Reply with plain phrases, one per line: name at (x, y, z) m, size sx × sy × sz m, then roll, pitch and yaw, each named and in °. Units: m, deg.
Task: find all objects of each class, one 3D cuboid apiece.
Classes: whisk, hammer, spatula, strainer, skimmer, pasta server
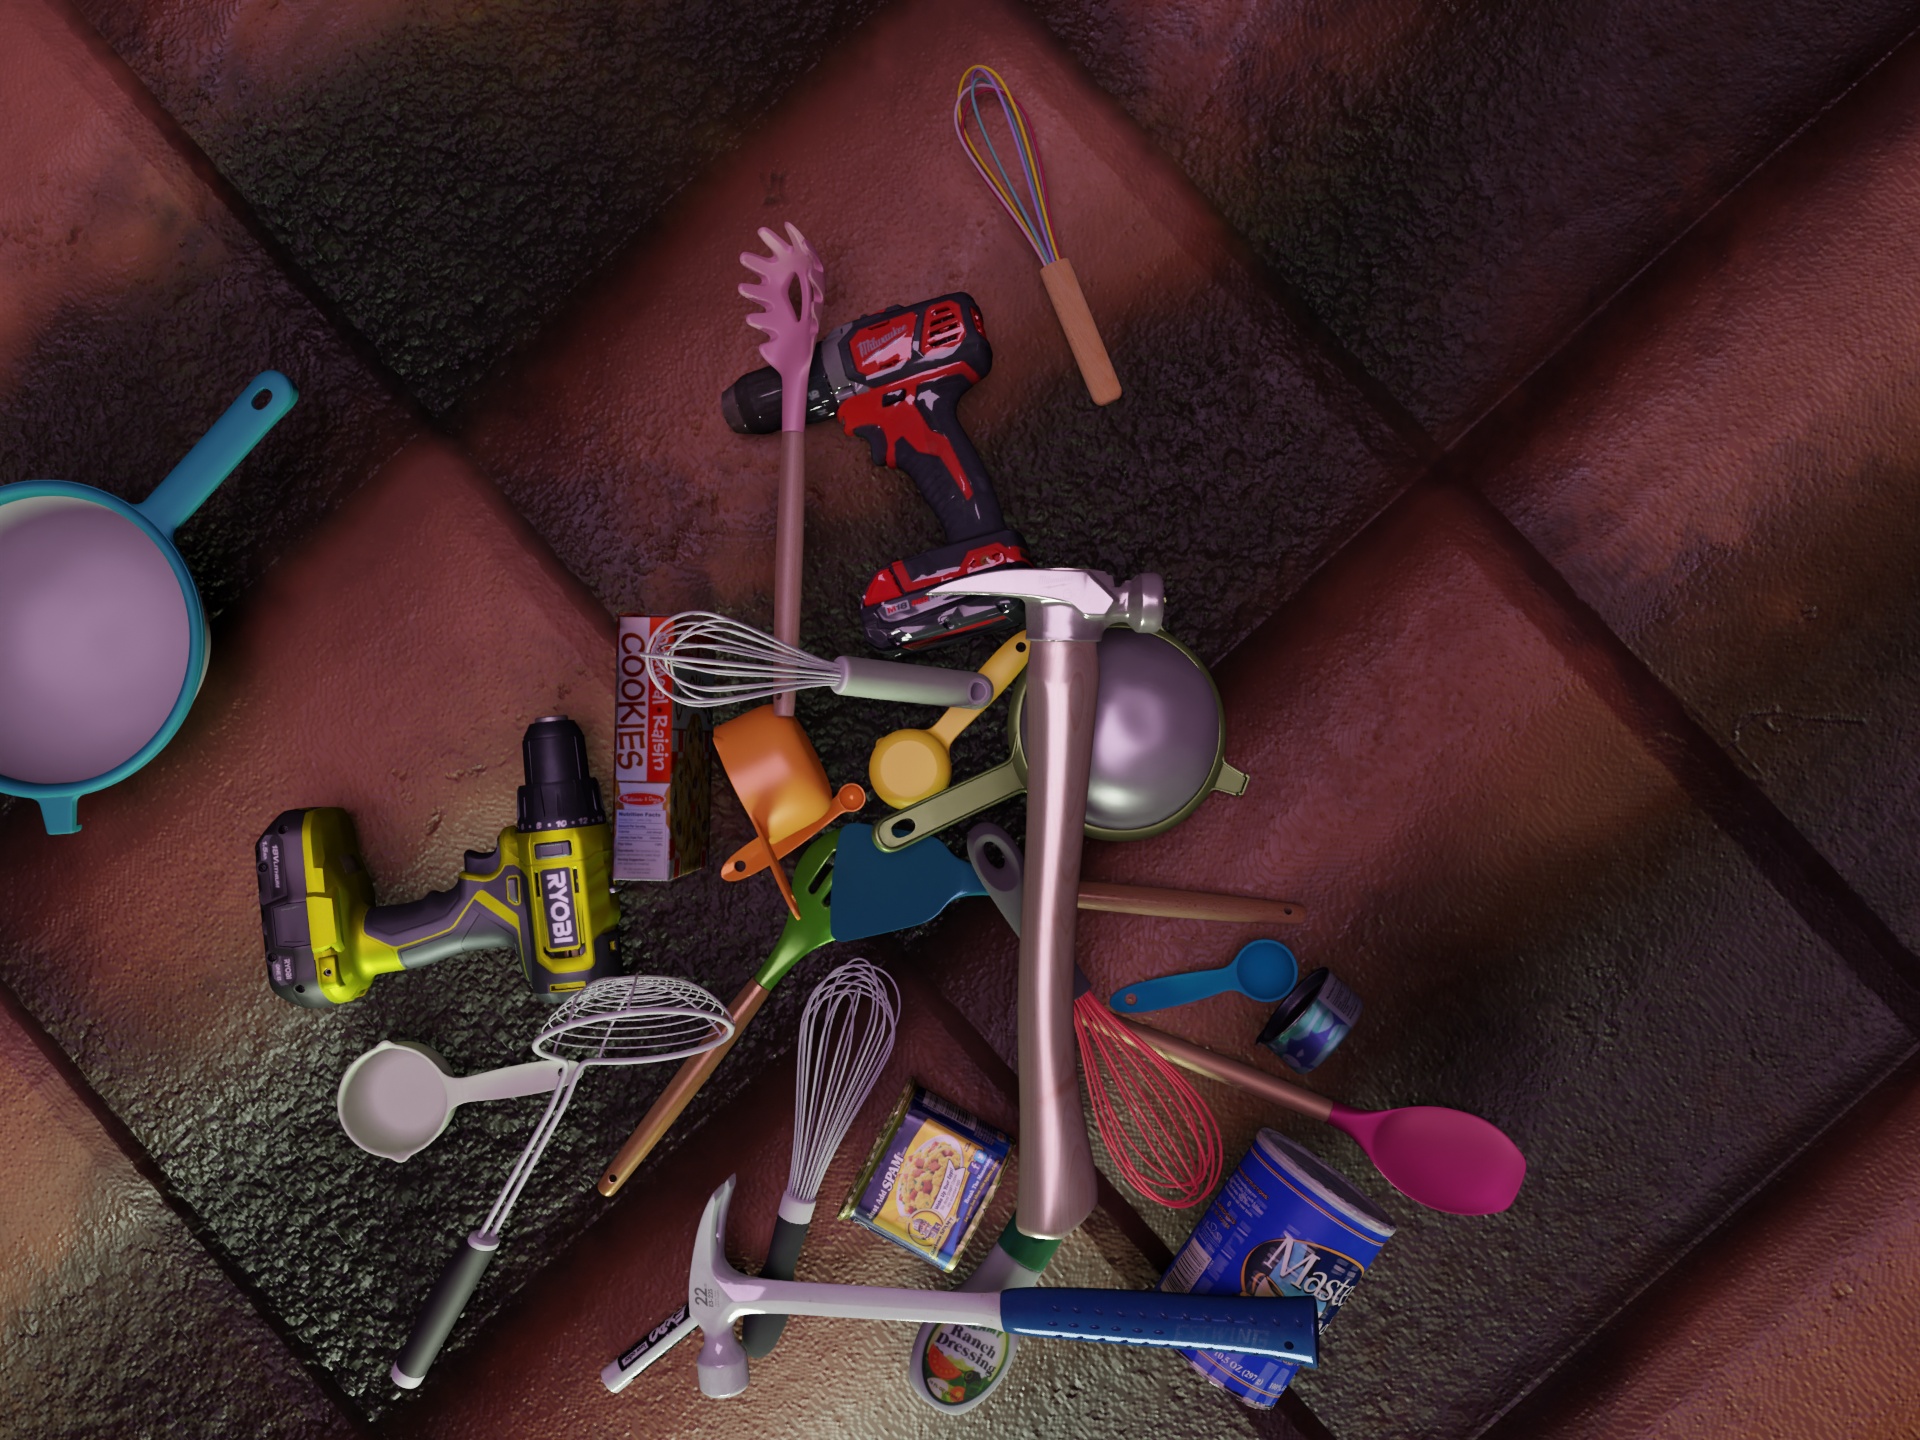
whisk at (-0.084, -0.029, 1.007) m, size 0.246 × 0.059 × 0.058 m, roll 6°, pitch 91°, yaw -31°
hammer at (0.016, 0.364, 0.996) m, size 0.405 × 0.035 × 0.144 m, roll -3°, pitch 97°, yaw 17°
whisk at (0.054, -0.329, 1.085) m, size 0.047 × 0.051 × 0.245 m, roll -22°, pitch 91°, yaw 24°
whisk at (0.084, 0.192, 1.030) m, size 0.073 × 0.073 × 0.295 m, roll -30°, pitch 99°, yaw 3°
whisk at (-0.101, 0.297, 1.070) m, size 0.070 × 0.070 × 0.284 m, roll 16°, pitch 94°, yaw 4°
spatula at (0.074, 0.117, 1.061) m, size 0.317 × 0.044 × 0.082 m, roll 6°, pitch 66°, yaw -7°
strainer at (-0.560, -0.101, 1.091) m, size 0.211 × 0.095 × 0.340 m, roll 42°, pitch 89°, yaw 1°
hammer at (0.046, 0.112, 0.981) m, size 0.146 × 0.038 × 0.410 m, roll 1°, pitch 91°, yaw -3°
strainer at (0.063, 0.024, 1.029) m, size 0.256 × 0.069 × 0.151 m, roll -24°, pitch 88°, yaw -12°
skimmer at (-0.277, 0.314, 1.050) m, size 0.090 × 0.127 × 0.363 m, roll 39°, pitch 102°, yaw 41°
pasta server at (-0.114, -0.161, 1.030) m, size 0.060 × 0.040 × 0.316 m, roll -1°, pitch 86°, yaw 33°

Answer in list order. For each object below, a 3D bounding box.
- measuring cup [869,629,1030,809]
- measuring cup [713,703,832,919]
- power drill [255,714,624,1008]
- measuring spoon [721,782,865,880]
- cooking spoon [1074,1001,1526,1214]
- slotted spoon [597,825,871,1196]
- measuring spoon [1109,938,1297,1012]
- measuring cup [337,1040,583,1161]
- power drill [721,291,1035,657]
measuring cup at (-0.002, -0.003, 1.081) m, size 0.062 × 0.029 × 0.156 m, roll 42°, pitch 91°, yaw 4°
measuring cup at (-0.108, 0.058, 1.029) m, size 0.052 × 0.095 × 0.174 m, roll -28°, pitch 43°, yaw -1°
power drill at (-0.347, 0.101, 1.080) m, size 0.228 × 0.080 × 0.190 m, roll -7°, pitch 89°, yaw 1°
measuring spoon at (-0.115, 0.078, 1.099) m, size 0.117 × 0.011 × 0.021 m, roll -32°, pitch 83°, yaw 6°
cooking spoon at (0.223, 0.252, 1.066) m, size 0.319 × 0.017 × 0.069 m, roll 21°, pitch 95°, yaw 4°
slotted spoon at (-0.150, 0.202, 1.089) m, size 0.070 × 0.031 × 0.314 m, roll 38°, pitch 93°, yaw 7°
measuring spoon at (0.164, 0.177, 1.076) m, size 0.128 × 0.021 × 0.042 m, roll -14°, pitch 88°, yaw 13°
measuring cup at (-0.340, 0.252, 1.097) m, size 0.167 × 0.038 × 0.083 m, roll -9°, pitch 88°, yaw -2°
power drill at (-0.052, -0.159, 1.067) m, size 0.188 × 0.080 × 0.227 m, roll -16°, pitch 84°, yaw 10°
